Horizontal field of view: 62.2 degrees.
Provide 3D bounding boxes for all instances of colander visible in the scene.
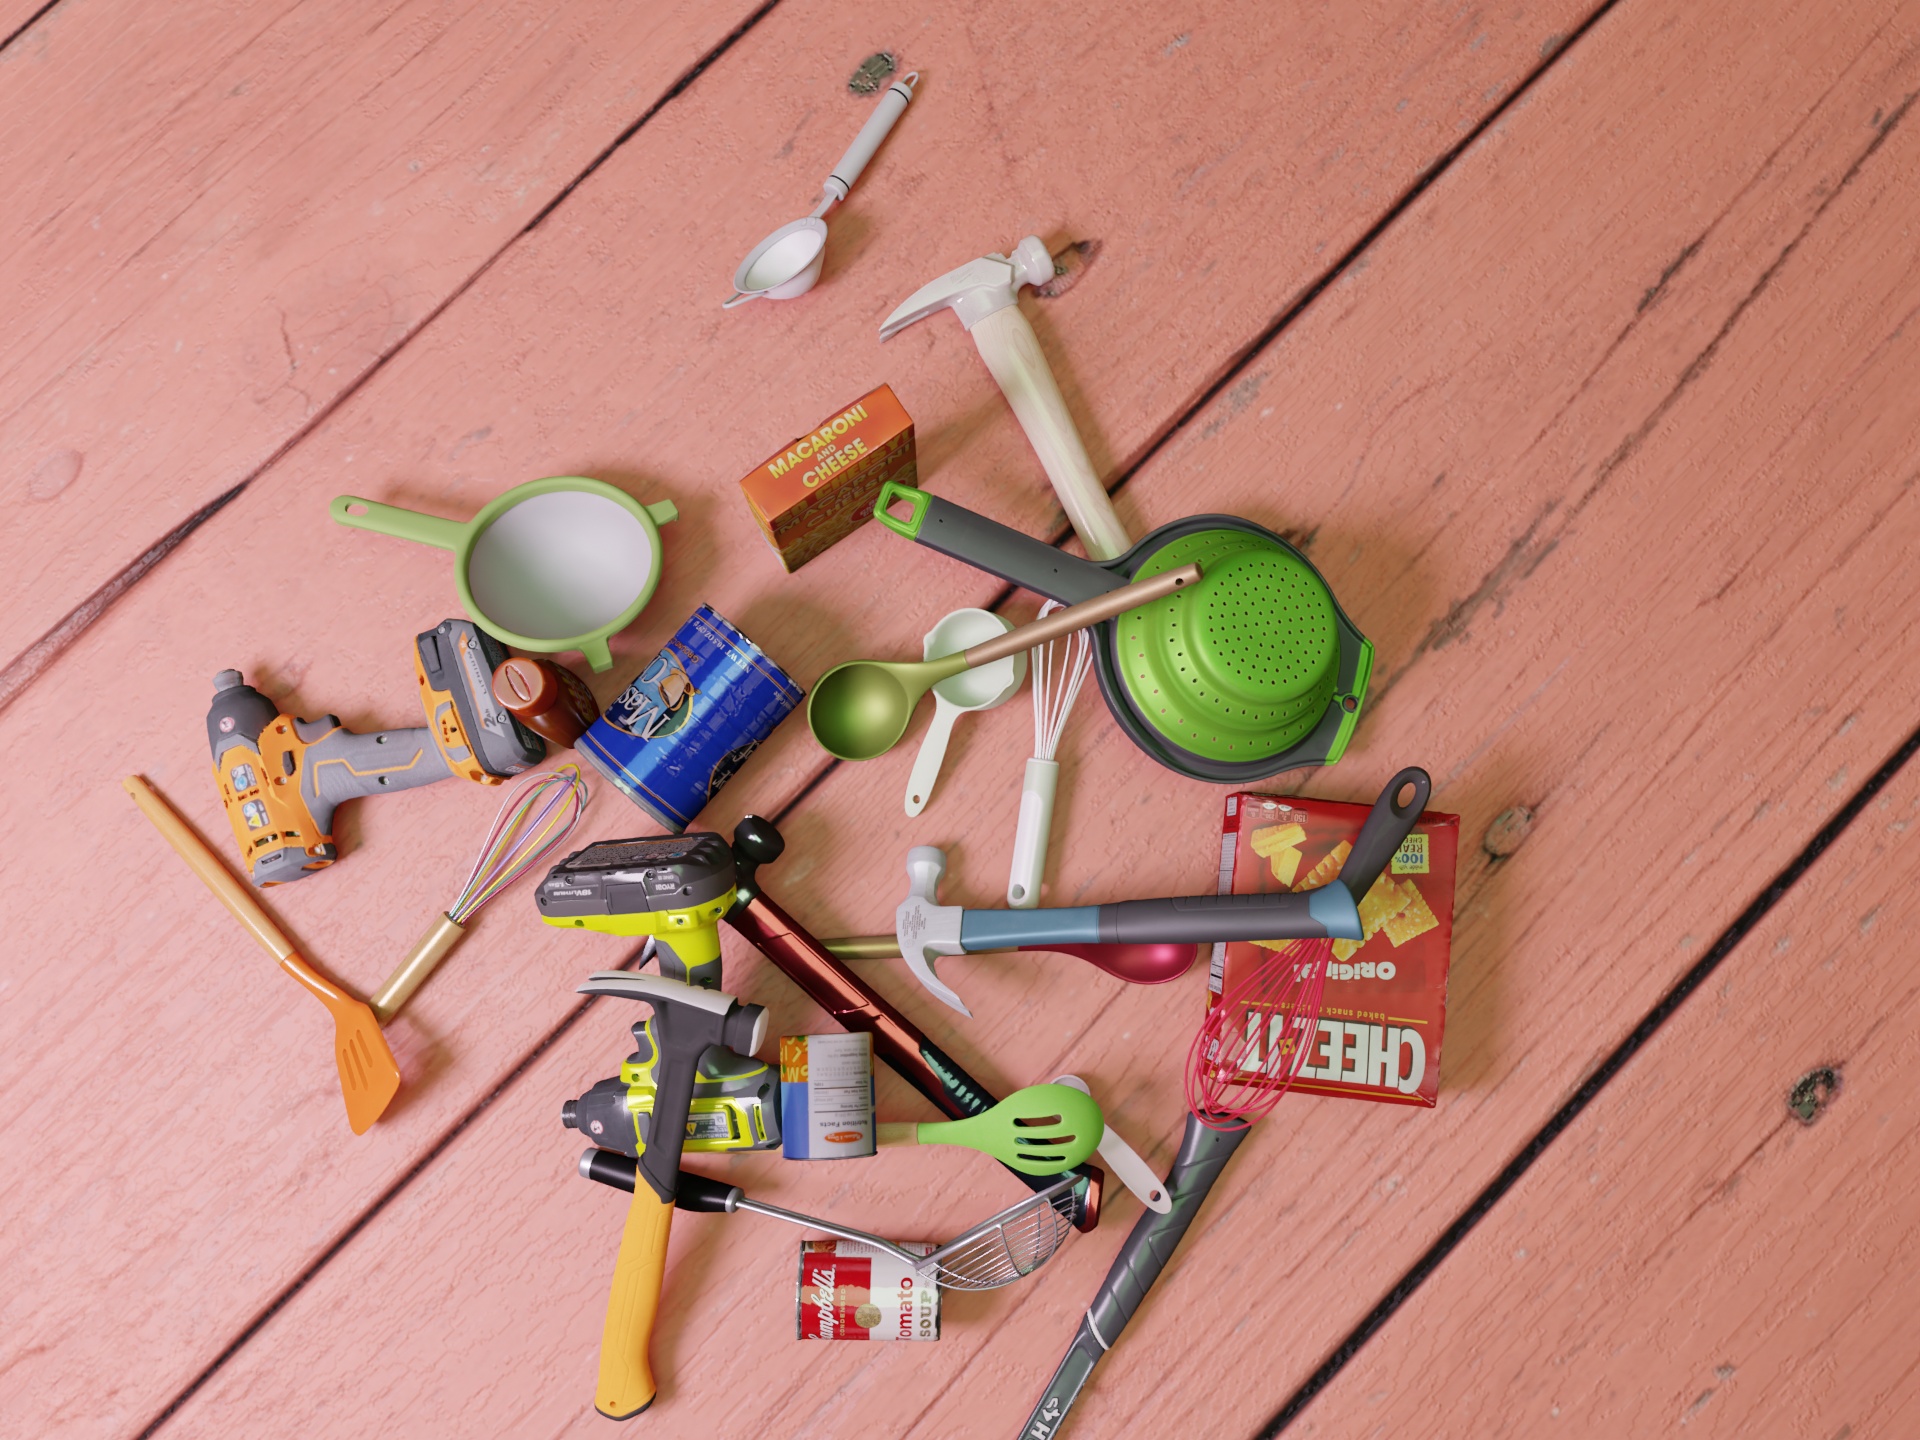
[{"bbox_3d":[0.130,-0.091,1.139,0.397,0.094,0.204,22,77,-7],"label":"colander"}]

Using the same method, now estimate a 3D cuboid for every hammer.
[{"bbox_3d":[0.088,-0.165,1.222,0.146,0.038,0.411,-27,85,-2],"label":"hammer"},{"bbox_3d":[0.094,0.461,1.149,0.149,0.036,0.409,32,84,2],"label":"hammer"},{"bbox_3d":[-0.221,0.335,1.099,0.127,0.034,0.336,13,105,7],"label":"hammer"},{"bbox_3d":[-0.055,0.247,1.163,0.386,0.038,0.143,42,102,0],"label":"hammer"},{"bbox_3d":[0.112,0.140,1.113,0.331,0.033,0.128,-5,56,18],"label":"hammer"}]

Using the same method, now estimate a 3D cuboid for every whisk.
[{"bbox_3d":[-0.361,0.130,1.182,0.047,0.051,0.245,39,88,24],"label":"whisk"},{"bbox_3d":[0.063,0.024,1.195,0.058,0.059,0.246,7,87,36],"label":"whisk"},{"bbox_3d":[0.247,0.154,1.107,0.073,0.073,0.296,34,79,3],"label":"whisk"}]

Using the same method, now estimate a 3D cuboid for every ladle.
[{"bbox_3d":[0.017,0.168,1.185,0.315,0.031,0.069,-2,107,1],"label":"ladle"},{"bbox_3d":[0.025,-0.046,1.124,0.320,0.062,0.078,-20,115,30],"label":"ladle"}]

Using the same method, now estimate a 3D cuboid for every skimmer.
[{"bbox_3d":[-0.097,0.323,1.120,0.363,0.127,0.090,10,85,16],"label":"skimmer"}]

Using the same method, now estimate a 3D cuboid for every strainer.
[{"bbox_3d":[-0.344,-0.116,1.190,0.256,0.069,0.152,14,63,6],"label":"strainer"},{"bbox_3d":[-0.100,-0.409,1.245,0.087,0.050,0.258,20,74,45],"label":"strainer"}]

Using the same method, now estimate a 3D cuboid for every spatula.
[{"bbox_3d":[-0.517,0.161,1.169,0.323,0.041,0.081,46,120,7],"label":"spatula"}]

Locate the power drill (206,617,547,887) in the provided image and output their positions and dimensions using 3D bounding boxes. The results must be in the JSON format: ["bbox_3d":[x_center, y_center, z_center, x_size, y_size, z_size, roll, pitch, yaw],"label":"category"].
[{"bbox_3d":[-0.440,0.007,1.172,0.226,0.084,0.164,-23,84,0],"label":"power drill"}]

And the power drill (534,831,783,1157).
[{"bbox_3d":[-0.218,0.200,1.124,0.171,0.080,0.223,-6,102,13],"label":"power drill"}]

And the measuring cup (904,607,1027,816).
[{"bbox_3d":[-0.002,-0.004,1.203,0.083,0.038,0.167,27,103,27],"label":"measuring cup"}]

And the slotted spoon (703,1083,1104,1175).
[{"bbox_3d":[-0.054,0.300,1.140,0.314,0.031,0.070,-5,104,12],"label":"slotted spoon"}]

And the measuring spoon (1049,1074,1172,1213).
[{"bbox_3d":[0.110,0.311,1.163,0.034,0.018,0.124,-42,72,-4],"label":"measuring spoon"}]
